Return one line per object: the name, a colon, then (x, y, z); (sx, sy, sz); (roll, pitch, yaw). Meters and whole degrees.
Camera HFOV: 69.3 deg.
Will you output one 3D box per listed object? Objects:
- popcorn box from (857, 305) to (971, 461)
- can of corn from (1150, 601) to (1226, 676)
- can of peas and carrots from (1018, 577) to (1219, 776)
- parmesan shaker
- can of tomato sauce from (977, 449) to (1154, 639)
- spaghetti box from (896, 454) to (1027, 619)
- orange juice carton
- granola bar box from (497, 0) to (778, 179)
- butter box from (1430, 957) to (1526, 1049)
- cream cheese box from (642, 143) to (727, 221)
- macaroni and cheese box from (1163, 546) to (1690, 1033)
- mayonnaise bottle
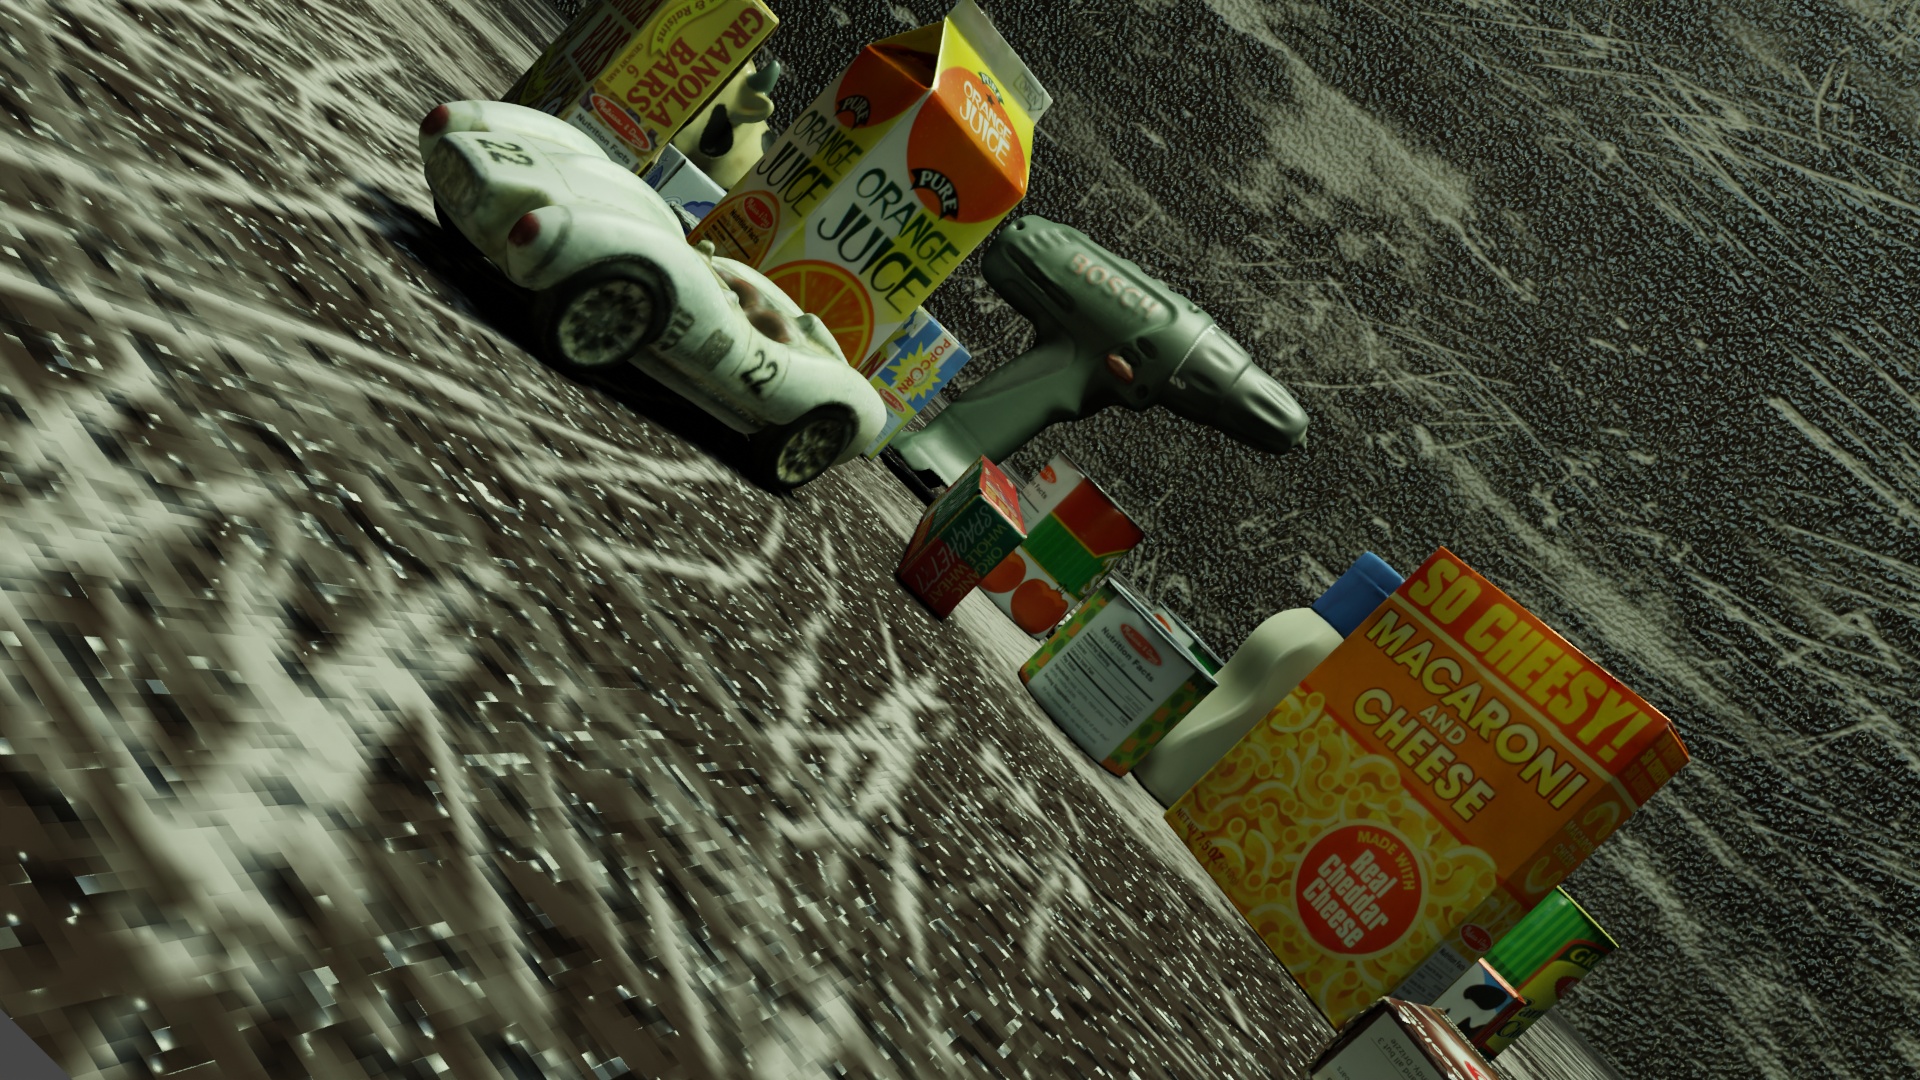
popcorn box: (-0.055, -0.111, 0.828); (0.038, 0.085, 0.127); (41, 6, -34)
can of corn: (0.132, 0.084, 0.889); (0.071, 0.058, 0.071); (44, 5, -5)
can of peas and carrots: (0.069, 0.060, 0.604); (0.071, 0.058, 0.071); (44, 5, -5)
parmesan shaker: (0.307, 0.239, 0.785); (0.071, 0.103, 0.071); (44, 5, -5)
can of tomato sauce: (0.051, 0.004, 0.756); (0.071, 0.083, 0.071); (44, 5, -5)
spaghetti box: (0.002, -0.008, 0.668); (0.028, 0.050, 0.250); (44, 6, -4)
orange juice carton: (-0.044, -0.148, 0.617); (0.071, 0.192, 0.073); (40, 7, -42)
granola bar box: (-0.148, -0.200, 0.600); (0.039, 0.124, 0.166); (42, 6, -32)
butter box: (0.202, 0.190, 0.642); (0.104, 0.053, 0.024); (49, 6, 36)
cream cheese box: (-0.151, -0.178, 0.785); (0.024, 0.053, 0.103); (47, 6, 25)
macaroni and cheese box: (0.182, 0.101, 0.562); (0.040, 0.166, 0.124); (40, 7, -43)
mayonnaise bottle: (0.148, 0.069, 0.640); (0.064, 0.148, 0.041); (42, 5, -25)
